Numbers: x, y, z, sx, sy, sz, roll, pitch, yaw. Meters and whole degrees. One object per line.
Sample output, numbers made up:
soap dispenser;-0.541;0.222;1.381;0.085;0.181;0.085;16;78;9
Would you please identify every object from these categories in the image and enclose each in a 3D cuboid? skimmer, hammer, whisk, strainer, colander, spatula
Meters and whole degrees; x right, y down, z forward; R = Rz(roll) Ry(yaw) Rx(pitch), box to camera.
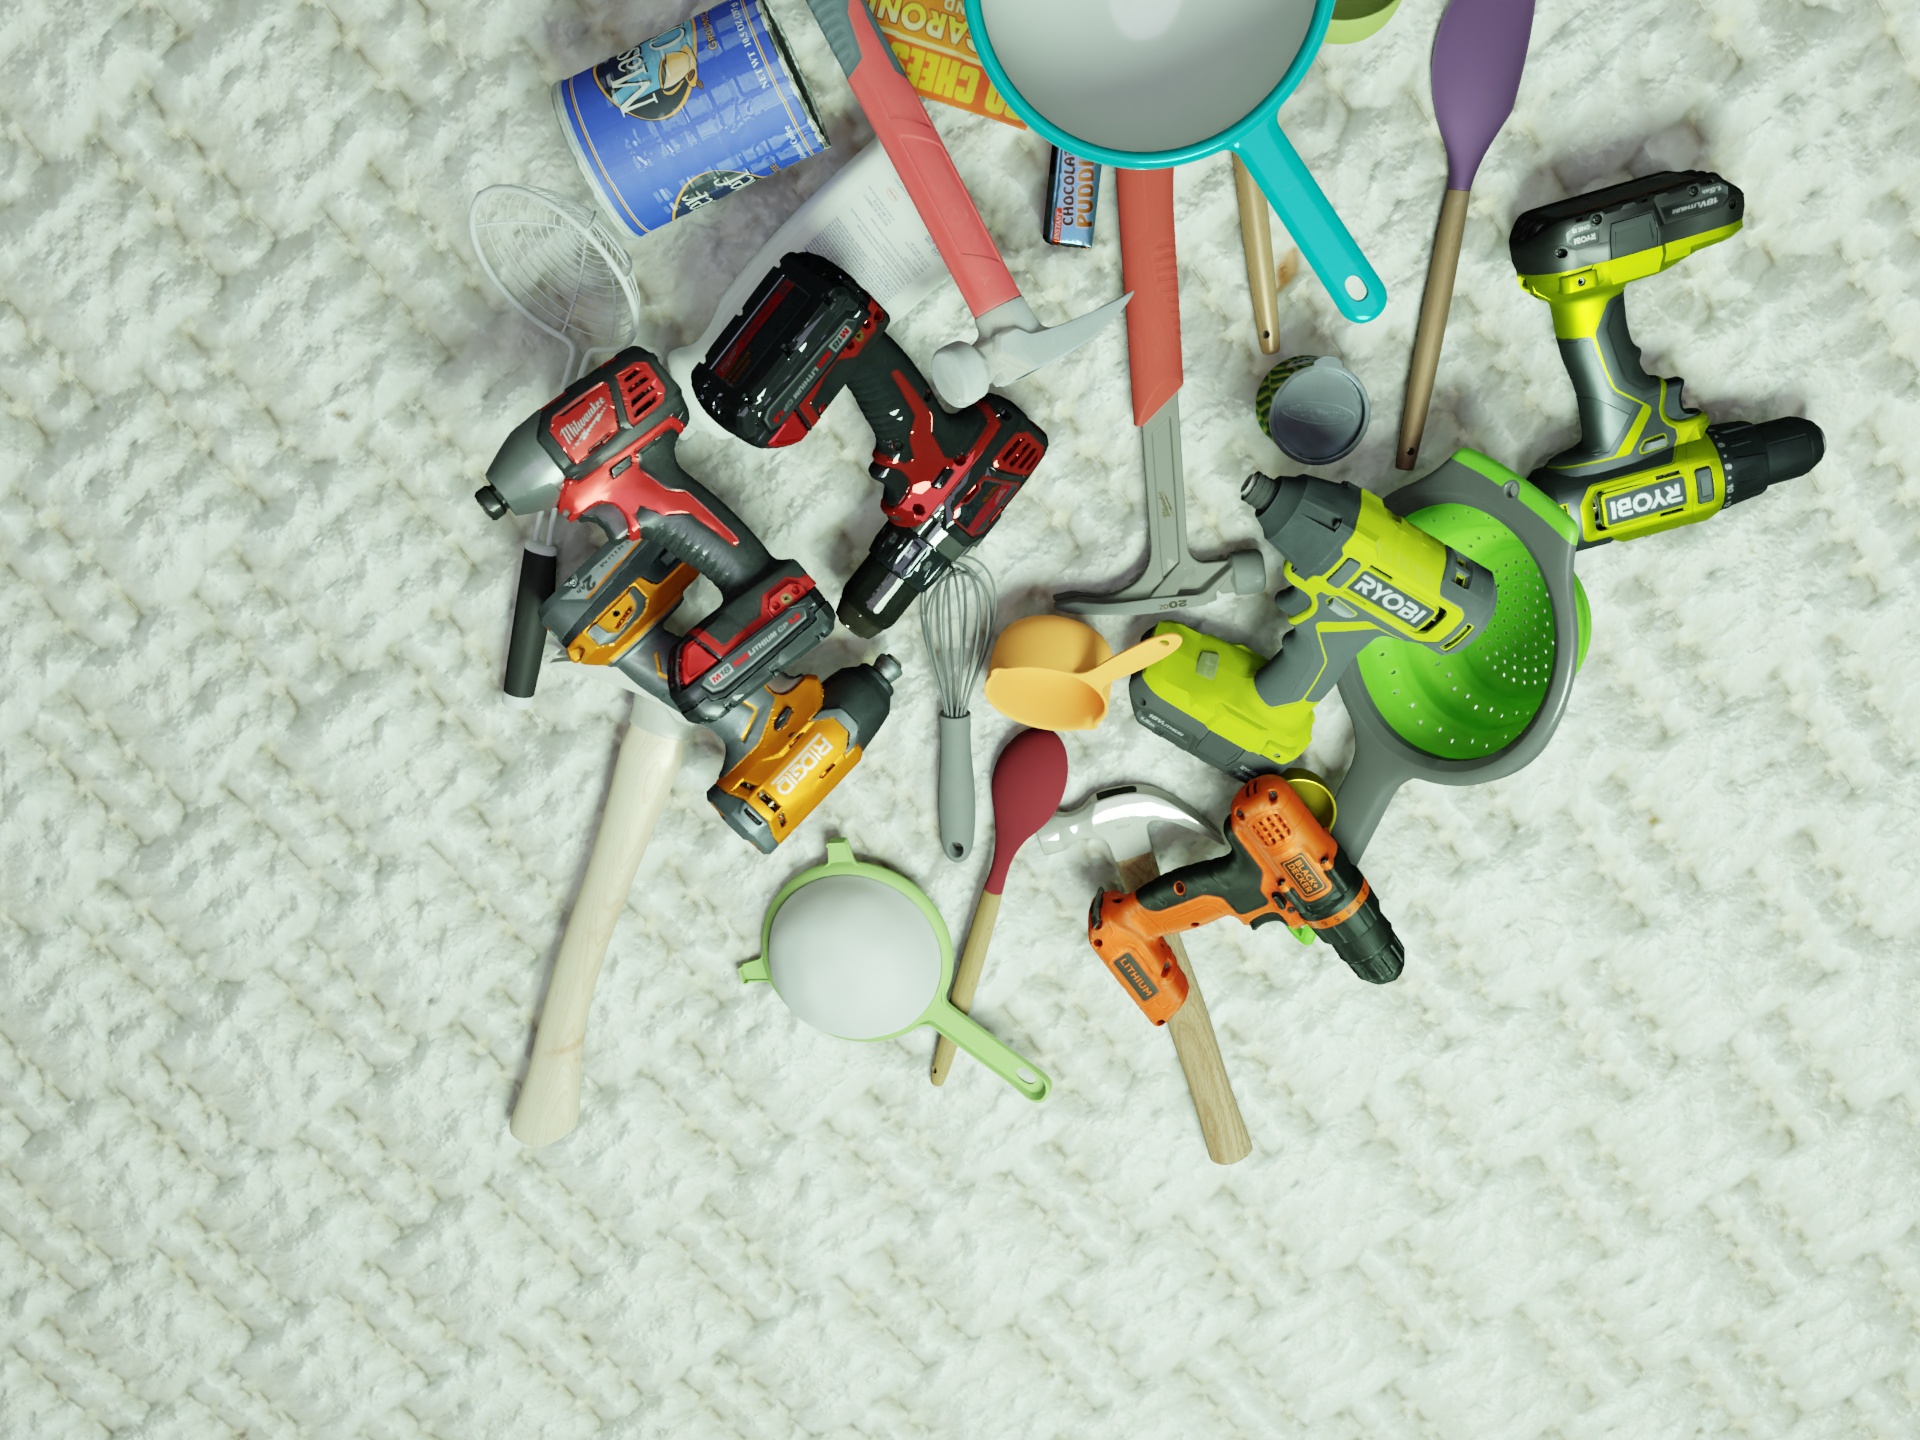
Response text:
skimmer;-0.290;-0.169;1.063;0.127;0.090;0.363;22;111;18
hammer;0.167;0.199;1.221;0.130;0.031;0.331;-18;109;7
whisk;-0.001;-0.004;1.146;0.055;0.055;0.238;0;113;0
hammer;-0.036;-0.387;0.954;0.143;0.038;0.386;-32;97;-26
hammer;-0.285;0.144;1.201;0.146;0.038;0.410;19;108;-5
strainer;0.146;-0.381;0.941;0.211;0.095;0.340;-35;102;12
colander;0.332;0.002;1.118;0.094;0.205;0.396;-8;132;-33
spatula;0.320;-0.322;1.045;0.060;0.018;0.315;6;108;-1
strainer;-0.042;0.216;1.185;0.256;0.069;0.151;36;111;0
hammer;0.120;-0.247;1.061;0.149;0.037;0.359;-6;110;2
spatula;0.172;-0.388;1.010;0.082;0.044;0.317;1;115;32

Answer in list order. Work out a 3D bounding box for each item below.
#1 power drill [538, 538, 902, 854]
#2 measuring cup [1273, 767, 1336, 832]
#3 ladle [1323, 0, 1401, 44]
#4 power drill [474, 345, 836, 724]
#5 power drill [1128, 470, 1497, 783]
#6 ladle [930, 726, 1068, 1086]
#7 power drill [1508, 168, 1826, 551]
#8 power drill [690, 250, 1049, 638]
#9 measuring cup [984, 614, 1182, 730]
power drill;-0.157;-0.042;1.093;0.226;0.084;0.164;46;79;-9
measuring cup;0.210;0.094;1.158;0.062;0.029;0.156;33;117;-13
ladle;0.187;-0.563;0.944;0.078;0.062;0.320;-24;105;-6
power drill;-0.192;-0.110;1.003;0.143;0.078;0.219;-39;99;-12
power drill;0.213;-0.063;1.048;0.171;0.080;0.223;29;139;-10
ladle;0.018;0.148;1.199;0.031;0.069;0.315;-5;121;-39
power drill;0.461;-0.235;1.046;0.190;0.080;0.228;-15;111;6
power drill;-0.065;-0.167;1.023;0.188;0.080;0.226;-51;133;6
measuring cup;0.090;-0.047;1.081;0.095;0.052;0.173;29;147;-28
